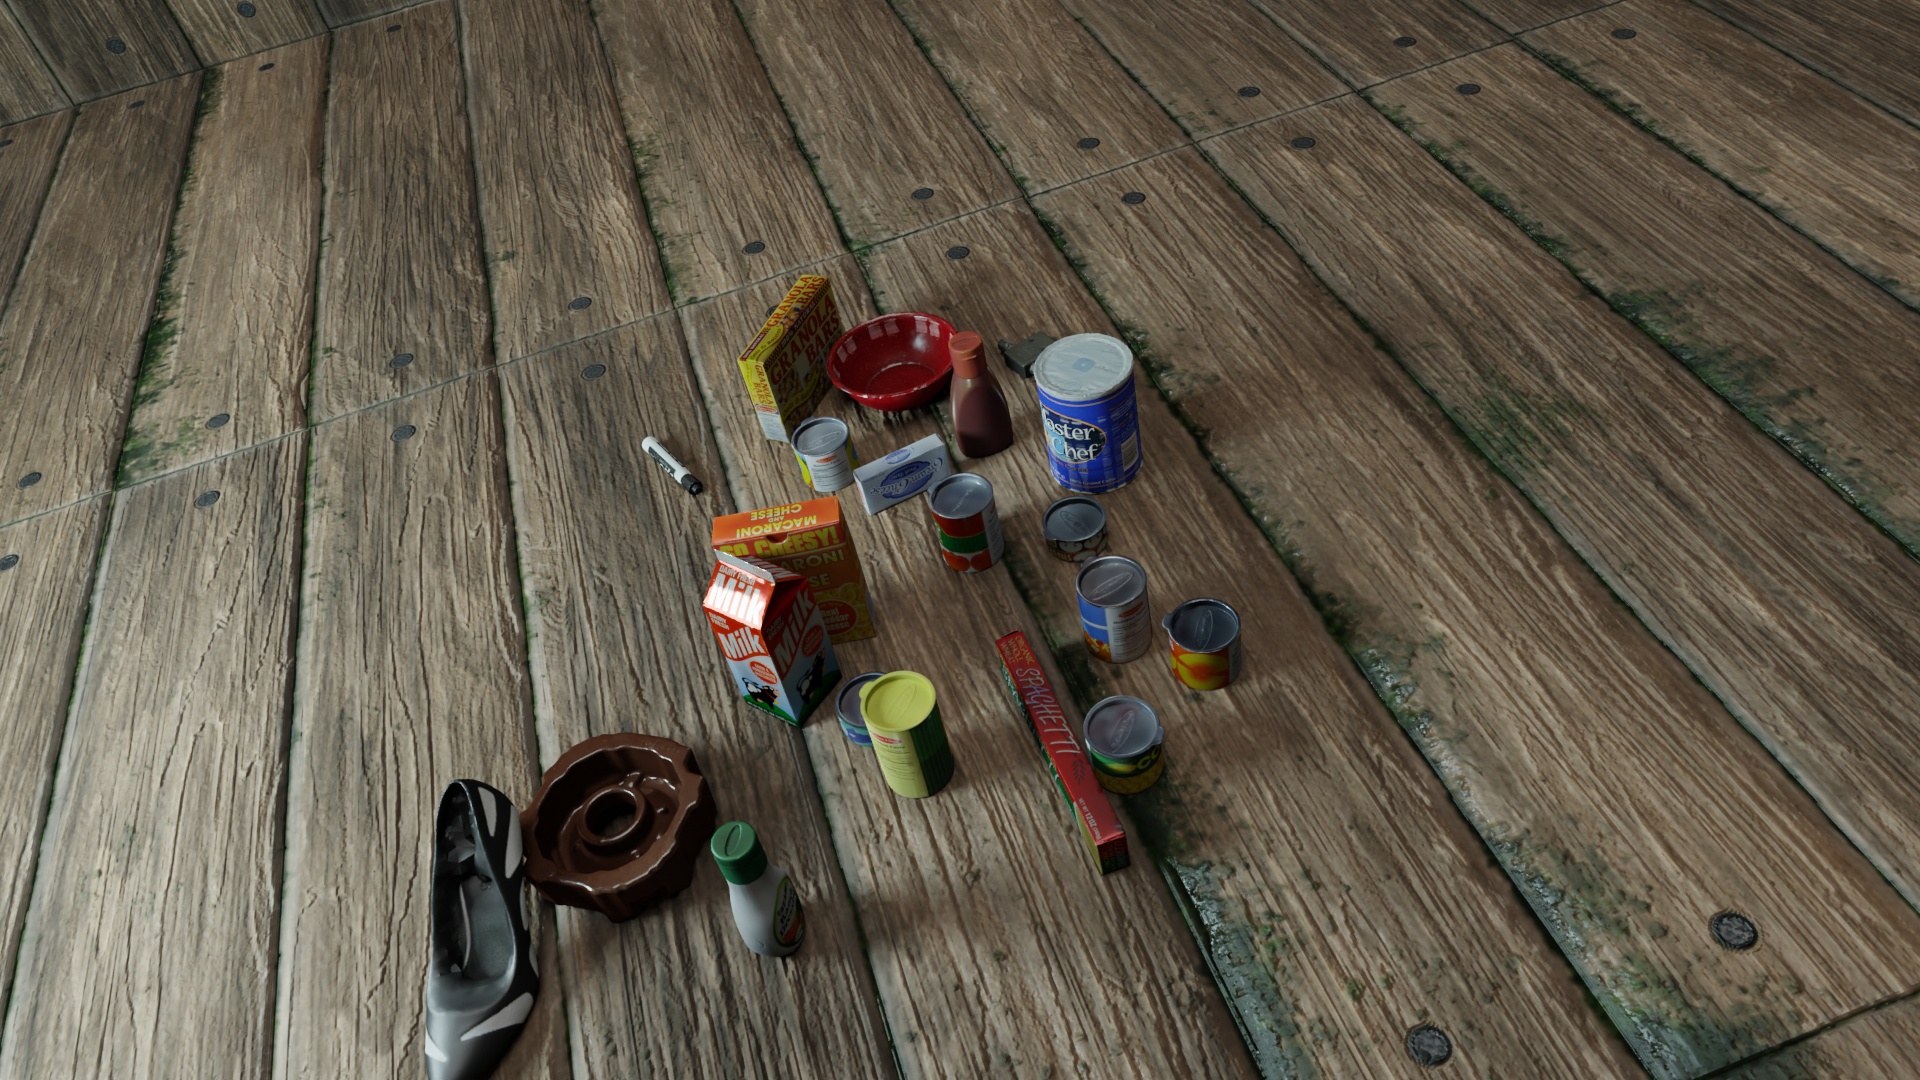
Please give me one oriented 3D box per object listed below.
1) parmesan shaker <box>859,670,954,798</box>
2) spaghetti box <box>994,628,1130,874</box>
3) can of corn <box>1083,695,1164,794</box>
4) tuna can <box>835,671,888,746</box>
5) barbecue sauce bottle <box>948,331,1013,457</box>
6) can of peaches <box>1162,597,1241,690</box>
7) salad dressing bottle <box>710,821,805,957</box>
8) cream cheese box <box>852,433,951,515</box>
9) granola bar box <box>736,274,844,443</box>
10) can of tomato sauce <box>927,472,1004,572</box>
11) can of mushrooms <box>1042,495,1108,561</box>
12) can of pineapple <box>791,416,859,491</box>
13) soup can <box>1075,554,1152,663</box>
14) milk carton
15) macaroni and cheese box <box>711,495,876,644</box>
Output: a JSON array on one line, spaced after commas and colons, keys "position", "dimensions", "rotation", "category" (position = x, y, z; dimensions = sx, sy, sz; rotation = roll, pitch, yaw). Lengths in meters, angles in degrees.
[{"position": [-0.048, 0.173, 1.238], "dimensions": [0.071, 0.102, 0.072], "rotation": [-7, 45, 7], "category": "parmesan shaker"}, {"position": [0.087, 0.182, 1.235], "dimensions": [0.029, 0.050, 0.251], "rotation": [-20, 45, -7], "category": "spaghetti box"}, {"position": [0.146, 0.180, 1.217], "dimensions": [0.071, 0.058, 0.071], "rotation": [-7, 45, 7], "category": "can of corn"}, {"position": [-0.080, 0.159, 1.308], "dimensions": [0.071, 0.032, 0.071], "rotation": [-7, 45, 7], "category": "tuna can"}, {"position": [0.017, -0.160, 1.519], "dimensions": [0.065, 0.147, 0.044], "rotation": [-18, 45, -4], "category": "barbecue sauce bottle"}, {"position": [0.224, 0.096, 1.283], "dimensions": [0.071, 0.057, 0.071], "rotation": [-7, 45, 7], "category": "can of peaches"}, {"position": [-0.164, 0.283, 1.125], "dimensions": [0.044, 0.147, 0.064], "rotation": [1, 46, 14], "category": "salad dressing bottle"}, {"position": [-0.062, -0.072, 1.518], "dimensions": [0.104, 0.053, 0.024], "rotation": [-25, 46, -12], "category": "cream cheese box"}, {"position": [-0.194, -0.215, 1.640], "dimensions": [0.039, 0.123, 0.166], "rotation": [10, 49, 22], "category": "granola bar box"}, {"position": [0.005, -0.018, 1.428], "dimensions": [0.071, 0.082, 0.071], "rotation": [-7, 45, 7], "category": "can of tomato sauce"}, {"position": [0.117, -0.011, 1.430], "dimensions": [0.071, 0.033, 0.071], "rotation": [-7, 45, 7], "category": "can of mushrooms"}, {"position": [-0.151, -0.098, 1.561], "dimensions": [0.071, 0.057, 0.071], "rotation": [-7, 45, 7], "category": "can of pineapple"}, {"position": [0.145, 0.064, 1.315], "dimensions": [0.071, 0.083, 0.072], "rotation": [-7, 45, 7], "category": "soup can"}, {"position": [-0.178, 0.083, 1.295], "dimensions": [0.072, 0.189, 0.074], "rotation": [20, 53, 29], "category": "milk carton"}, {"position": [-0.158, 0.038, 1.352], "dimensions": [0.124, 0.165, 0.040], "rotation": [-11, 45, 3], "category": "macaroni and cheese box"}]
